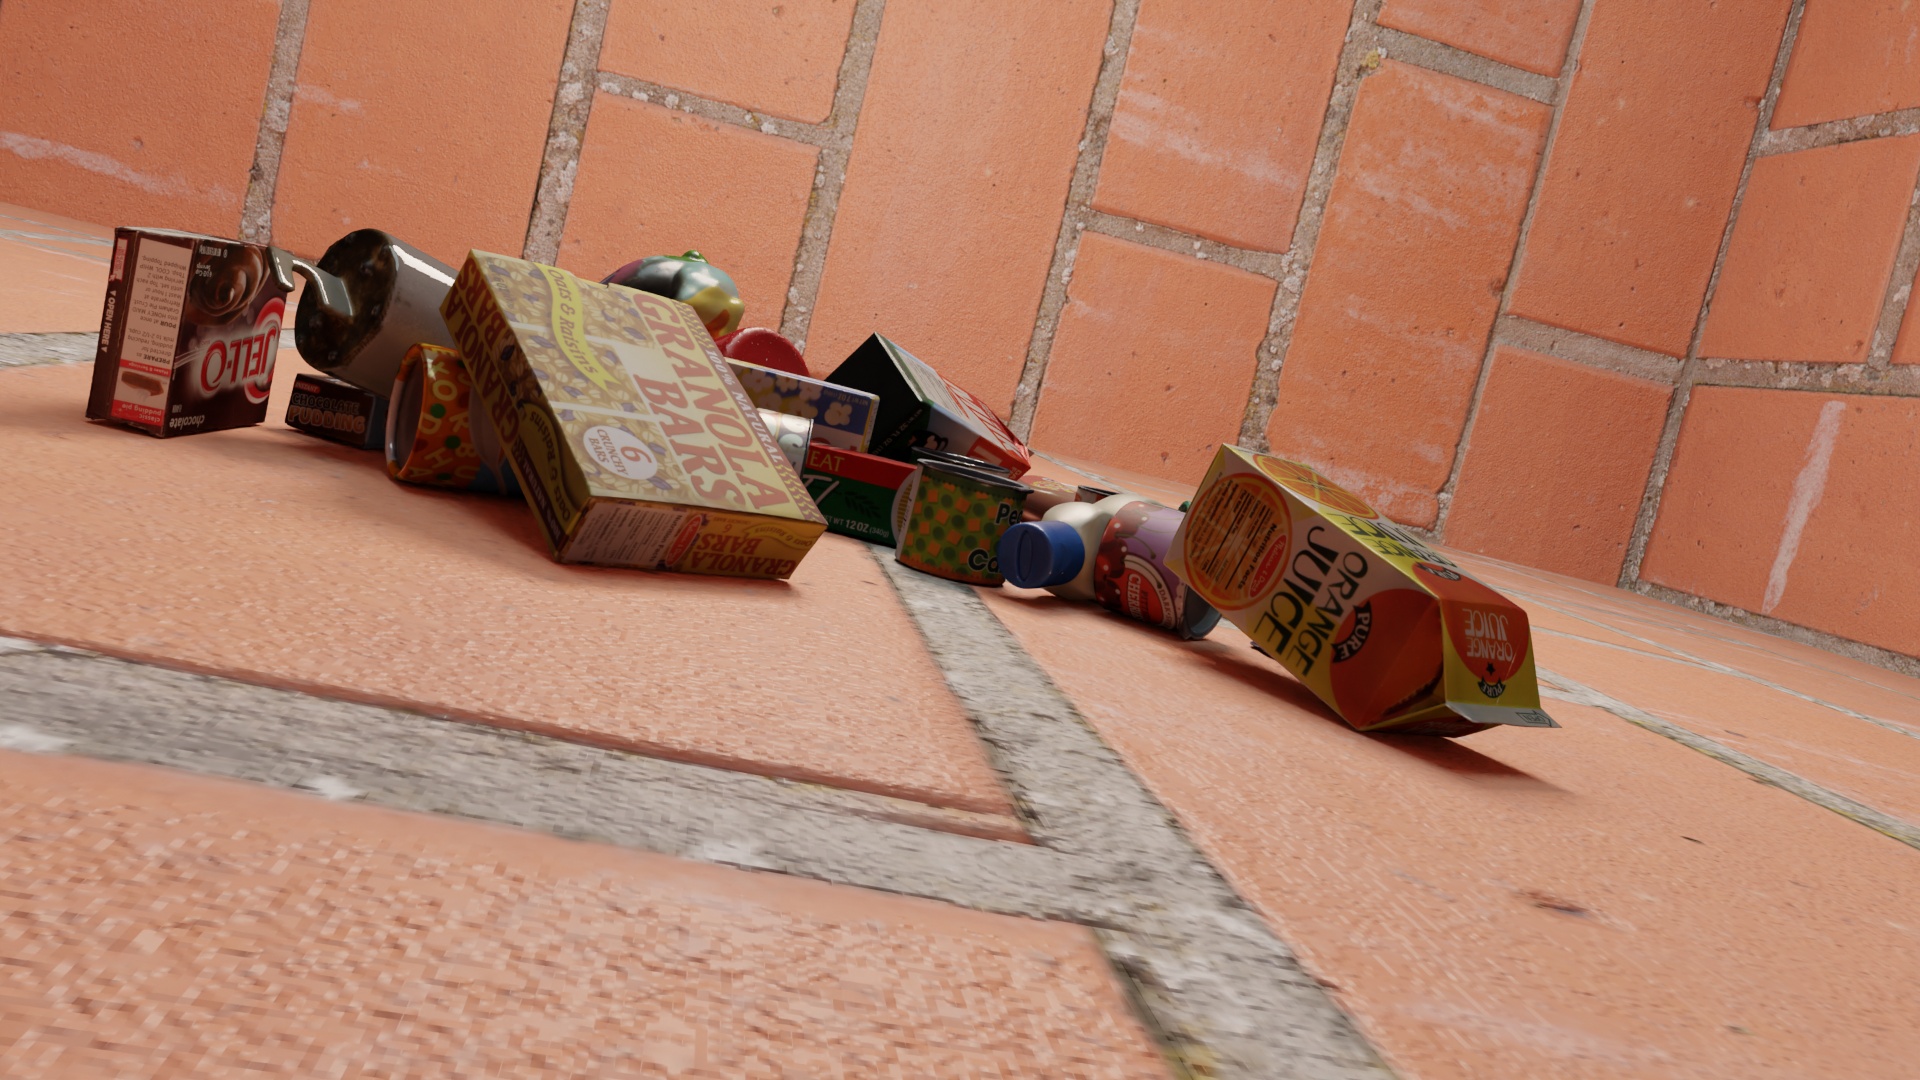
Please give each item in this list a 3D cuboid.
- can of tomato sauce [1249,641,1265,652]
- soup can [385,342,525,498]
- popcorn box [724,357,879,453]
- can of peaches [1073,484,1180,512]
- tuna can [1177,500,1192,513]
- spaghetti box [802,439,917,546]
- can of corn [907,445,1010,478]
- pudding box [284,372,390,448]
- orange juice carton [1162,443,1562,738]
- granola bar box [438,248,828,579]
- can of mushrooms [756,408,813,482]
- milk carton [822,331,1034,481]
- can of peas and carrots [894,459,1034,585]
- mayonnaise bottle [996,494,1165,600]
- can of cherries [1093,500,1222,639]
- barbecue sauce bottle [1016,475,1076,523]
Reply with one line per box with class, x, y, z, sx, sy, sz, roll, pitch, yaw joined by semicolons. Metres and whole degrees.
can of tomato sauce;0.209;0.029;0.781;0.071;0.083;0.071;14;6;-2
soup can;-0.221;-0.055;0.662;0.084;0.071;0.071;9;8;-36
popcorn box;-0.122;-0.066;0.883;0.127;0.085;0.038;14;7;2
can of peaches;0.107;-0.001;0.938;0.071;0.058;0.071;14;6;-1
tuna can;0.161;0.006;0.938;0.033;0.071;0.071;12;6;-3
spaghetti box;-0.106;-0.039;0.849;0.250;0.050;0.029;14;5;2
can of corn;-0.008;-0.026;0.899;0.071;0.058;0.071;14;6;-1
pudding box;-0.314;-0.069;0.751;0.050;0.030;0.084;16;7;12
orange juice carton;0.190;0.032;0.658;0.072;0.072;0.193;10;23;-38
granola bar box;-0.148;-0.057;0.629;0.124;0.039;0.166;7;39;-47
can of mushrooms;-0.106;-0.040;0.782;0.033;0.071;0.071;11;7;-10
milk carton;-0.017;-0.069;0.994;0.190;0.072;0.074;25;27;-54
can of peas and carrots;0.003;-0.010;0.789;0.071;0.058;0.071;14;7;-2
mayonnaise bottle;0.073;0.006;0.803;0.041;0.064;0.148;7;6;32
can of cherries;0.114;0.017;0.775;0.058;0.071;0.071;17;7;32
barbecue sauce bottle;0.085;-0.020;1.111;0.065;0.043;0.149;13;7;-19
